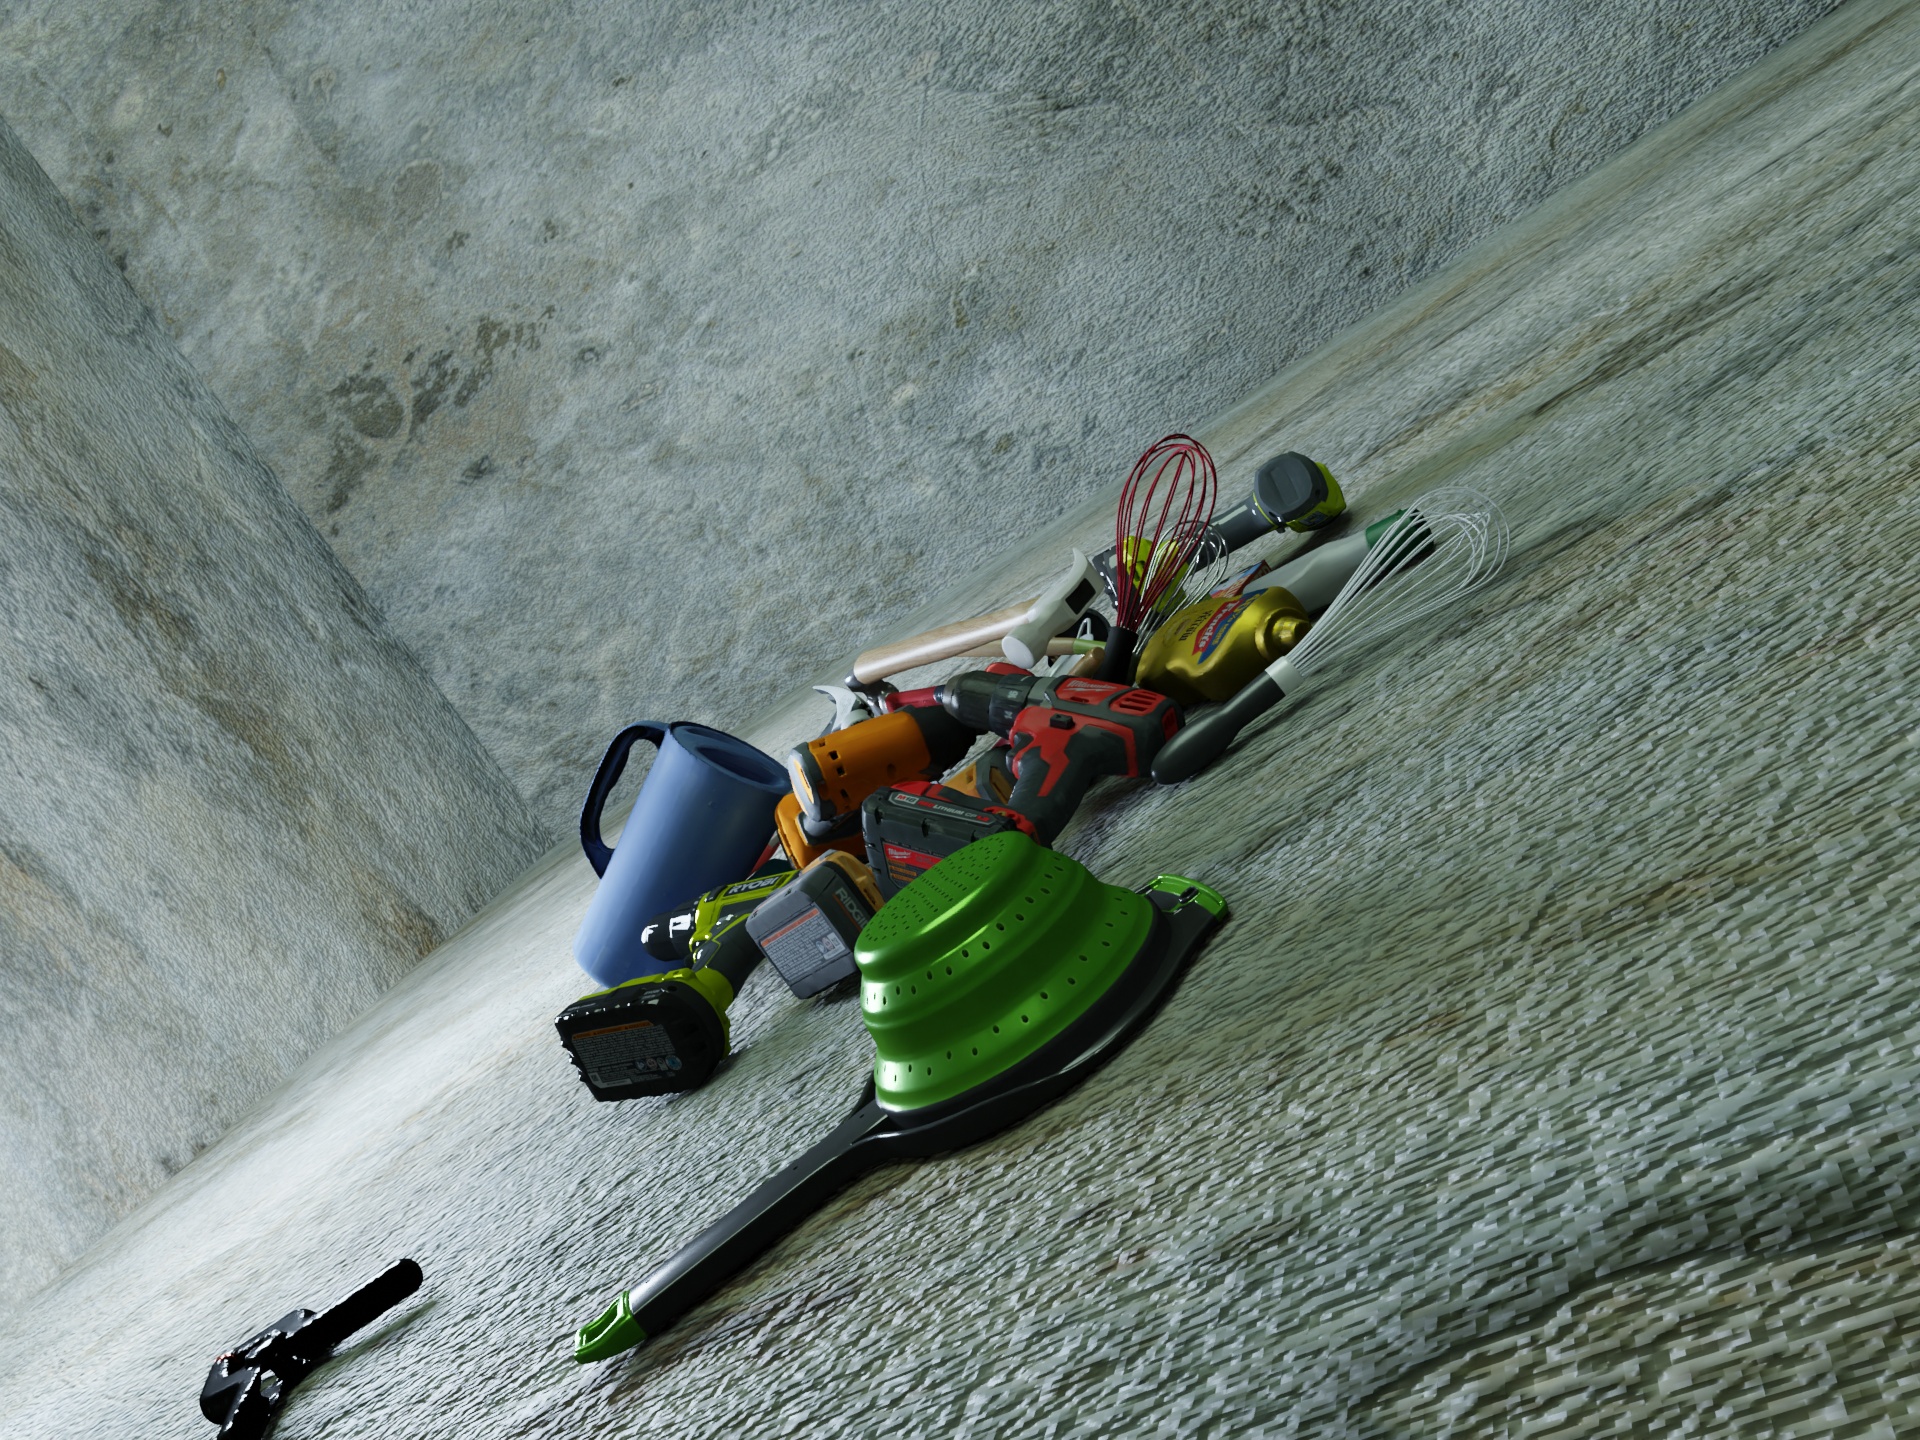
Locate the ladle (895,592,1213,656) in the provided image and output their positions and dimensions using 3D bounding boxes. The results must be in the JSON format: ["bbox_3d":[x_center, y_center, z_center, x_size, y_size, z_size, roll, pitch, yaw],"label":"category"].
[{"bbox_3d":[0.078,-0.077,1.409,0.320,0.062,0.078,1,16,30],"label":"ladle"}]

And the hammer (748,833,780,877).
[{"bbox_3d":[-0.232,0.158,1.722,0.359,0.037,0.149,-42,0,-26],"label":"hammer"}]

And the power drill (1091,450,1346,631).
[{"bbox_3d":[0.251,-0.169,1.495,0.223,0.080,0.171,-29,-11,22],"label":"power drill"}]

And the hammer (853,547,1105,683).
[{"bbox_3d":[0.004,-0.071,1.304,0.130,0.031,0.331,-45,16,-28],"label":"hammer"}]

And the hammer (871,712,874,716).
[{"bbox_3d":[-0.172,0.057,1.782,0.146,0.038,0.410,-43,1,-21],"label":"hammer"}]

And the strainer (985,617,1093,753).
[{"bbox_3d":[0.065,0.000,1.475,0.258,0.050,0.087,-48,7,-32],"label":"strainer"}]

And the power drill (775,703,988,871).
[{"bbox_3d":[-0.068,0.054,1.315,0.164,0.084,0.226,-20,-15,-19],"label":"power drill"}]

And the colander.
[{"bbox_3d":[-0.052,0.172,0.816,0.397,0.094,0.204,-36,9,-8],"label":"colander"}]

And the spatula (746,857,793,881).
[{"bbox_3d":[-0.149,0.118,1.629,0.082,0.044,0.317,-45,3,24],"label":"spatula"}]

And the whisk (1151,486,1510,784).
[{"bbox_3d":[0.240,-0.049,1.047,0.284,0.070,0.070,-40,8,6],"label":"whisk"}]

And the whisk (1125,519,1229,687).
[{"bbox_3d":[0.141,-0.058,1.279,0.246,0.059,0.057,-58,-9,-11],"label":"whisk"}]

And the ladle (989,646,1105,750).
[{"bbox_3d":[0.064,0.000,1.270,0.069,0.031,0.315,-64,3,-22],"label":"ladle"}]

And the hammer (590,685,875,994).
[{"bbox_3d":[-0.228,0.129,1.559,0.409,0.036,0.149,-49,25,6],"label":"hammer"}]

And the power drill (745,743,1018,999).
[{"bbox_3d":[-0.053,0.113,1.191,0.226,0.084,0.185,-37,0,-38],"label":"power drill"}]

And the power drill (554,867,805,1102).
[{"bbox_3d":[-0.214,0.199,1.252,0.190,0.080,0.228,-15,17,28],"label":"power drill"}]

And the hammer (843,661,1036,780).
[{"bbox_3d":[-0.002,-0.005,1.415,0.038,0.143,0.386,-44,12,-14],"label":"hammer"}]

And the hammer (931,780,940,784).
[{"bbox_3d":[-0.163,0.172,1.423,0.405,0.035,0.144,-41,10,-33],"label":"hammer"}]

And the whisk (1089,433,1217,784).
[{"bbox_3d":[0.132,-0.086,1.232,0.073,0.073,0.296,-10,60,70],"label":"whisk"}]

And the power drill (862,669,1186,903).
[{"bbox_3d":[0.026,0.037,1.087,0.188,0.080,0.227,13,38,33],"label":"power drill"}]
